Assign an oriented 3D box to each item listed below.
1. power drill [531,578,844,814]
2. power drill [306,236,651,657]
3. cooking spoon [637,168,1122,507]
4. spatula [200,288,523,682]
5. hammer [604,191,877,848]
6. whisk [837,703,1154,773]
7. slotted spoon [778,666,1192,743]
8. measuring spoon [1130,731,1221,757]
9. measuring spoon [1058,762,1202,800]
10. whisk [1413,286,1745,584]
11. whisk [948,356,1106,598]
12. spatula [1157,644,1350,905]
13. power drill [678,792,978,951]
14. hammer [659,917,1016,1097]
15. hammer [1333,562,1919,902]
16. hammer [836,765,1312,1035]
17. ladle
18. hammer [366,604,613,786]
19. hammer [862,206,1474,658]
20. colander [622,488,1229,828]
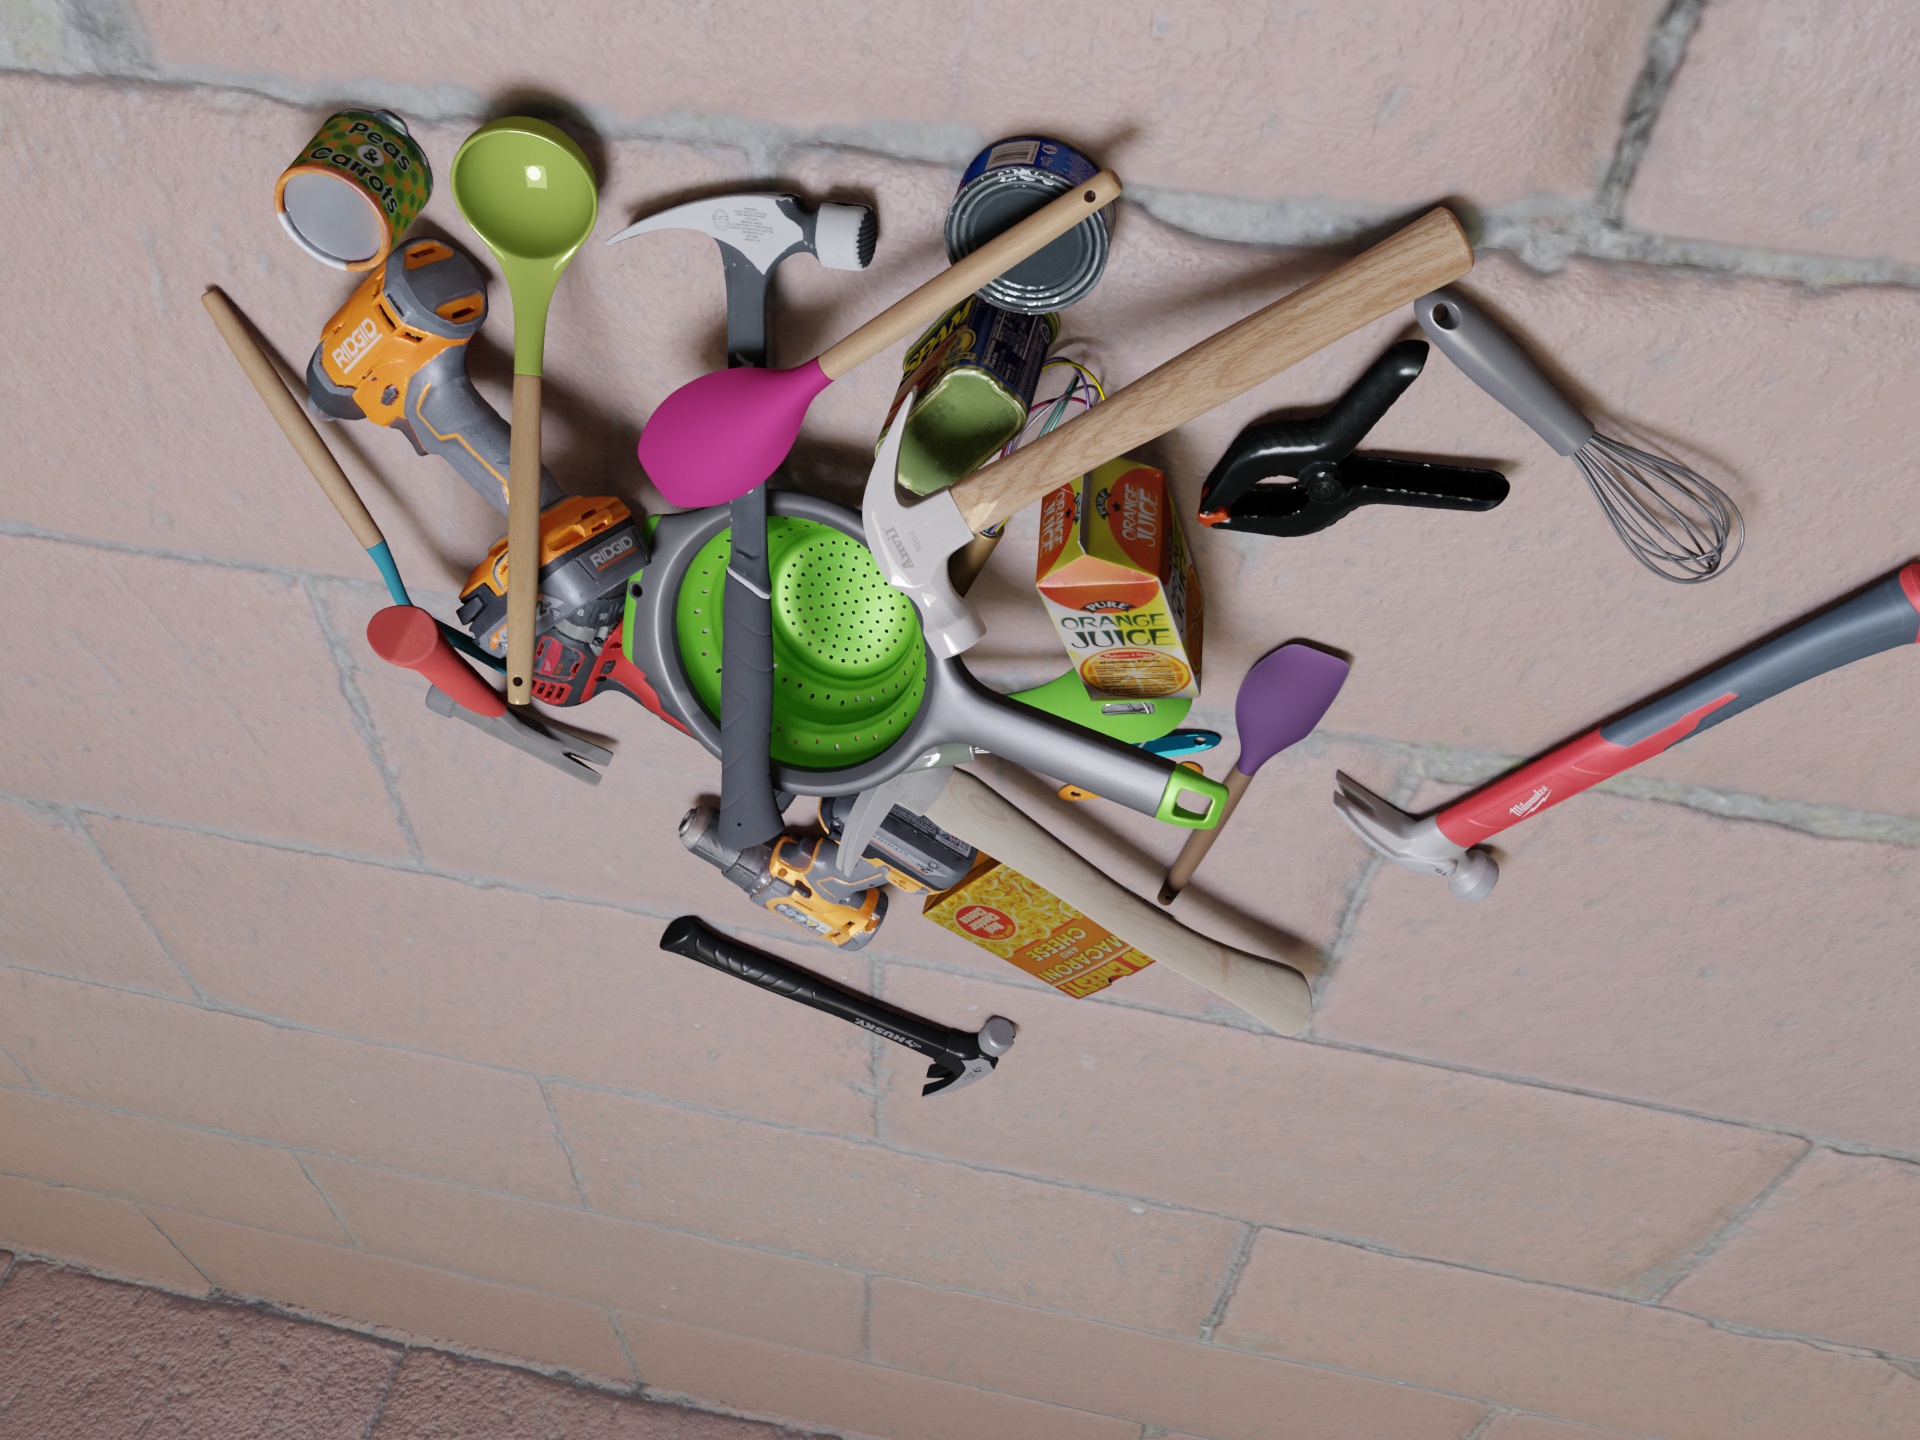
[{"bbox_3d":[-0.192,-0.042,1.124,0.226,0.080,0.187,27,140,-10],"label":"power drill"},{"bbox_3d":[-0.307,-0.157,0.974,0.164,0.084,0.226,-24,103,40],"label":"power drill"},{"bbox_3d":[-0.051,-0.199,0.839,0.319,0.017,0.068,-26,105,28],"label":"cooking spoon"},{"bbox_3d":[-0.398,-0.147,1.066,0.082,0.044,0.317,35,155,60],"label":"spatula"},{"bbox_3d":[-0.131,-0.102,0.942,0.149,0.036,0.408,10,117,13],"label":"hammer"},{"bbox_3d":[0.014,0.015,1.092,0.246,0.059,0.058,-10,96,-1],"label":"whisk"},{"bbox_3d":[-0.002,-0.003,1.064,0.314,0.070,0.031,-8,169,7],"label":"slotted spoon"},{"bbox_3d":[0.121,0.015,1.137,0.128,0.021,0.042,-7,136,12],"label":"measuring spoon"},{"bbox_3d":[0.124,0.049,1.174,0.117,0.011,0.021,-12,134,30],"label":"measuring spoon"},{"bbox_3d":[0.328,-0.152,0.842,0.238,0.055,0.055,35,137,-17],"label":"whisk"},{"bbox_3d":[0.027,-0.129,0.971,0.047,0.051,0.245,18,145,-12],"label":"whisk"},{"bbox_3d":[0.195,0.048,1.145,0.060,0.018,0.315,19,141,0],"label":"spatula"},{"bbox_3d":[-0.107,0.096,1.259,0.185,0.084,0.226,32,143,-17],"label":"power drill"},{"bbox_3d":[-0.125,0.266,1.500,0.334,0.035,0.146,25,140,-11],"label":"hammer"},{"bbox_3d":[0.415,0.004,1.004,0.143,0.038,0.386,32,138,-17],"label":"hammer"},{"bbox_3d":[0.102,0.142,1.195,0.410,0.146,0.038,33,177,-20],"label":"hammer"},{"bbox_3d":[-0.242,-0.164,0.878,0.078,0.062,0.320,4,102,-2],"label":"ladle"},{"bbox_3d":[-0.329,-0.017,1.095,0.149,0.037,0.359,25,169,-2],"label":"hammer"},{"bbox_3d":[0.099,-0.163,0.804,0.331,0.031,0.130,-28,105,8],"label":"hammer"},{"bbox_3d":[-0.015,-0.031,1.011,0.397,0.094,0.204,21,119,9],"label":"colander"}]
